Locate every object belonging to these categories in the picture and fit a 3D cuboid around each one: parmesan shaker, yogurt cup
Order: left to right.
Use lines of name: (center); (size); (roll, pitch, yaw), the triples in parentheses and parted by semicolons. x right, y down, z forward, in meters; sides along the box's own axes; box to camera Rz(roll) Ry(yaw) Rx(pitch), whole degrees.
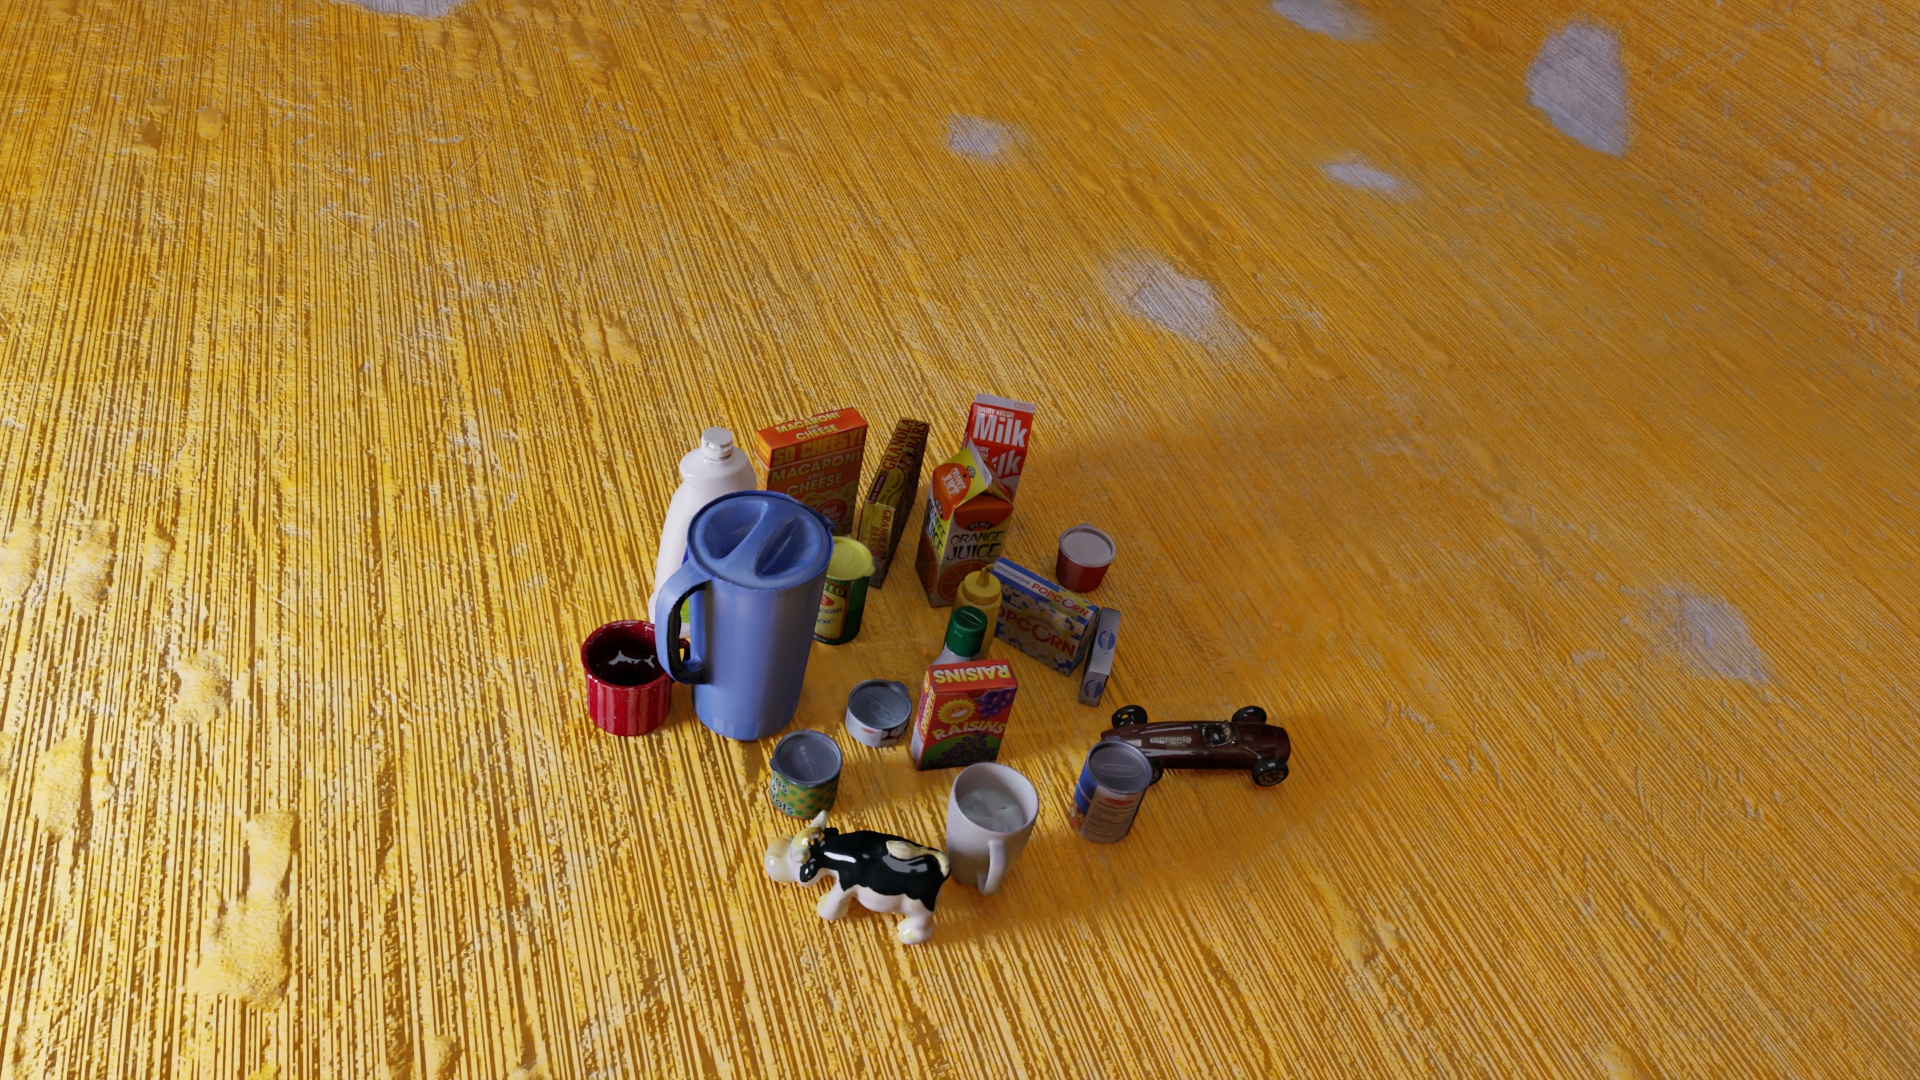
parmesan shaker: (-0.131, 0.056, 1.489); (0.071, 0.102, 0.072); (7, 42, -6)
yogurt cup: (0.144, 0.024, 1.632); (0.072, 0.053, 0.073); (7, 42, -6)

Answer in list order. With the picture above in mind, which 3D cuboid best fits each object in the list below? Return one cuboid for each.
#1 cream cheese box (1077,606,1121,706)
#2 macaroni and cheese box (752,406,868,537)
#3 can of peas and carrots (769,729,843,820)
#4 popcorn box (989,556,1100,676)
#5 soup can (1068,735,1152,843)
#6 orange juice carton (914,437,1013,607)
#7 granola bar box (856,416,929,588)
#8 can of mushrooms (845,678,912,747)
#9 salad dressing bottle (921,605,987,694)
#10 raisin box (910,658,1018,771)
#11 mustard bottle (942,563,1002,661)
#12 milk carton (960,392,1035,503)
cream cheese box: (0.153, 0.127, 1.521); (0.024, 0.053, 0.104); (15, 41, 3)
macaroni and cheese box: (-0.175, -0.064, 1.564); (0.124, 0.165, 0.040); (-18, 50, -30)
can of peas and carrots: (-0.151, 0.226, 1.330); (0.071, 0.058, 0.071); (7, 42, -6)
popcorn box: (0.082, 0.083, 1.528); (0.127, 0.084, 0.038); (28, 44, 16)
soup can: (0.147, 0.245, 1.366); (0.071, 0.083, 0.072); (7, 42, -6)
orange juice carton: (0.005, -0.019, 1.540); (0.073, 0.191, 0.072); (-5, 45, -20)
granola bar box: (-0.081, -0.045, 1.599); (0.039, 0.123, 0.166); (15, 41, 3)
can of mushrooms: (-0.083, 0.176, 1.422); (0.071, 0.033, 0.071); (7, 42, -6)
salad dressing bottle: (-0.003, 0.130, 1.408); (0.064, 0.146, 0.044); (30, 44, 18)
raisin box: (0.002, 0.174, 1.378); (0.086, 0.122, 0.040); (-3, 44, -17)
mustard bottle: (0.014, 0.079, 1.459); (0.049, 0.159, 0.066); (8, 42, -6)
milk carton: (0.035, -0.092, 1.630); (0.072, 0.189, 0.074); (10, 41, -3)
